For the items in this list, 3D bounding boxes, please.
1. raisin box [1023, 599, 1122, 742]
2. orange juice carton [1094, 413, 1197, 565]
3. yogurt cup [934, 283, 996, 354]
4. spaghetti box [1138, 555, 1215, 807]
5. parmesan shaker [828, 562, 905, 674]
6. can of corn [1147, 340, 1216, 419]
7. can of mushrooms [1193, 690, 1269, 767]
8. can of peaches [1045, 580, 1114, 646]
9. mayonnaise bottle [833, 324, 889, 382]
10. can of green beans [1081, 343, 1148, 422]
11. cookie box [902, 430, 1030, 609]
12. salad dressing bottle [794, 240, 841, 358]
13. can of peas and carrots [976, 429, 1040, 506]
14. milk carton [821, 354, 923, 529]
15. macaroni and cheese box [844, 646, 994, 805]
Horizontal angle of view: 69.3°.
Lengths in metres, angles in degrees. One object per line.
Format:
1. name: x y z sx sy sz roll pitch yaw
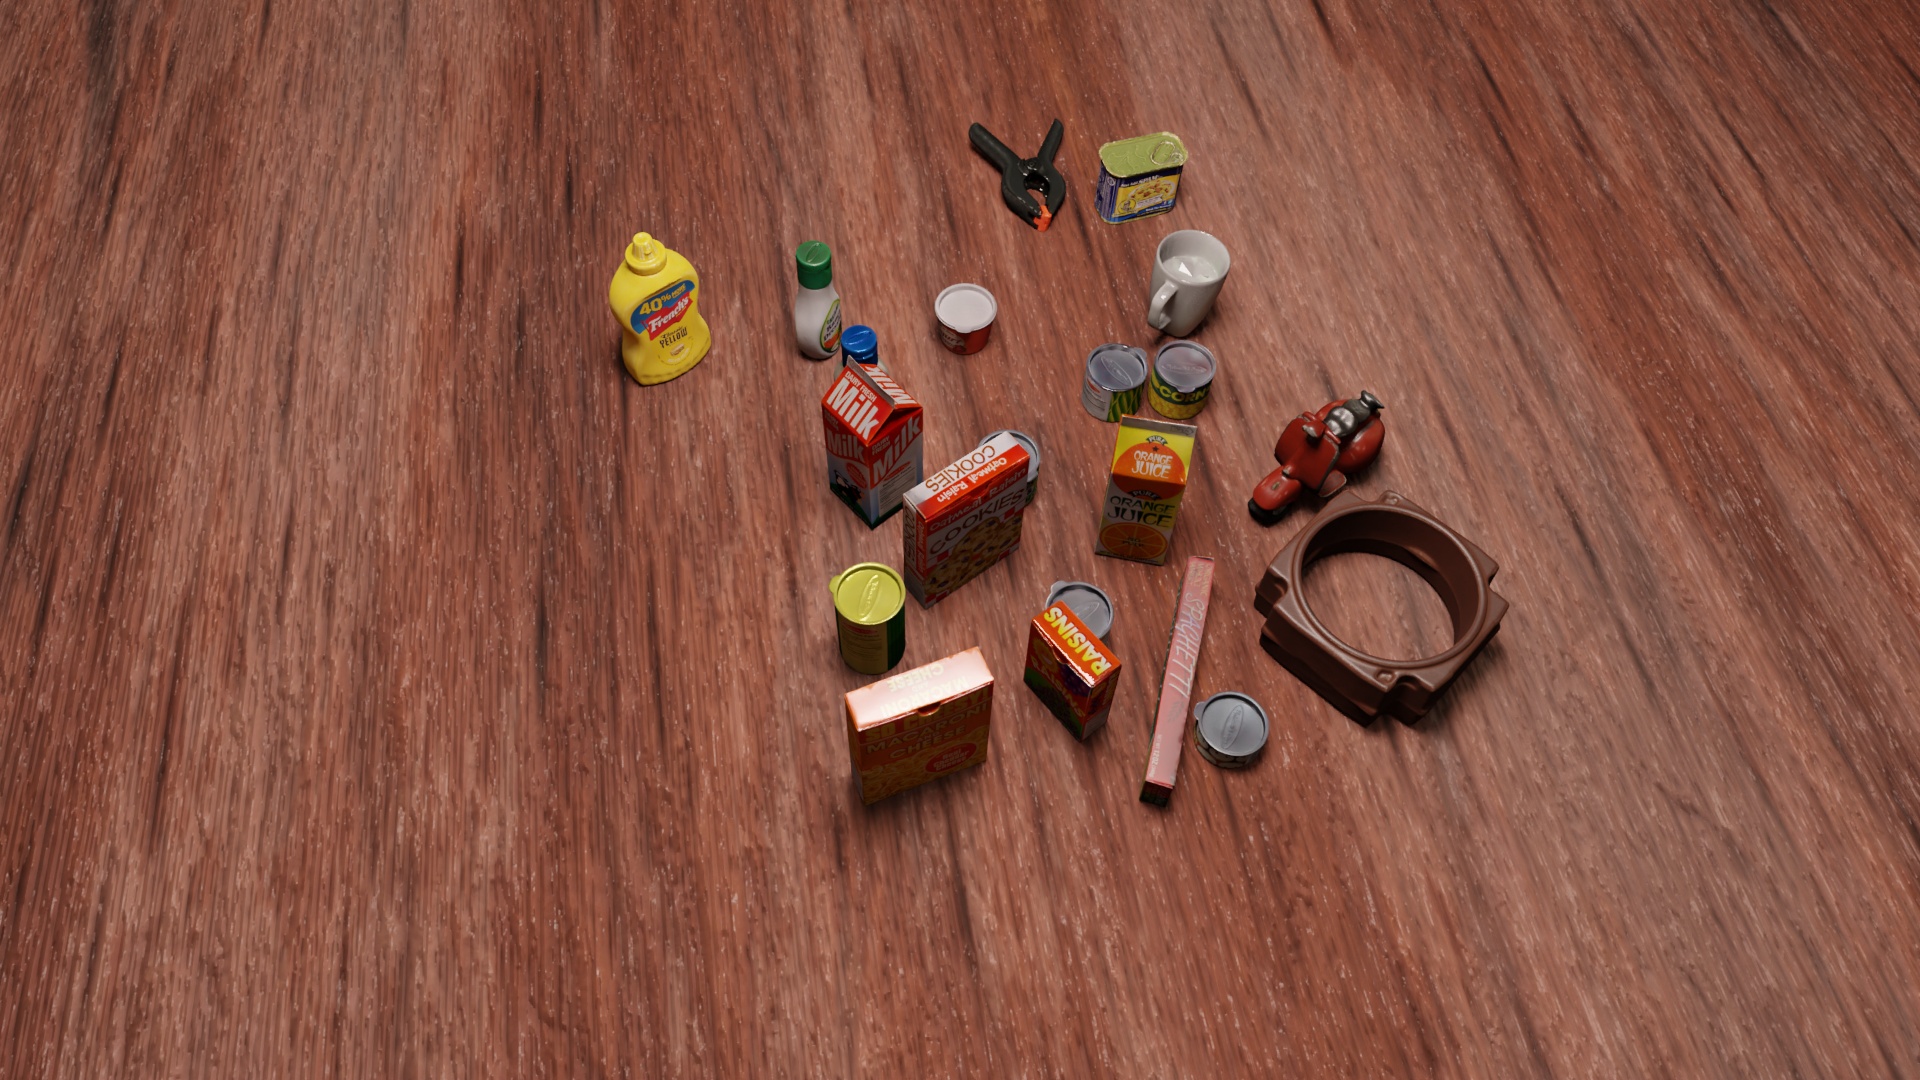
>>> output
1. raisin box: 0.100 0.121 1.278 0.040 0.122 0.086 -33 65 -20
2. orange juice carton: 0.180 -0.059 1.354 0.072 0.191 0.073 10 58 5
3. yogurt cup: 0.005 -0.244 1.546 0.072 0.053 0.073 1 58 -1
4. spaghetti box: 0.207 0.128 1.321 0.029 0.050 0.251 13 58 6
5. parmesan shaker: -0.087 0.074 1.313 0.071 0.102 0.071 1 58 -1
6. can of corn: 0.239 -0.171 1.505 0.071 0.058 0.071 1 58 -1
7. can of mushrooms: 0.251 0.176 1.302 0.071 0.033 0.071 1 58 -1
8. can of peaches: 0.111 0.080 1.343 0.071 0.057 0.071 1 58 -1
9. mayonnaise bottle: -0.102 -0.162 1.435 0.065 0.147 0.041 -26 62 -17
10. can of green beans: 0.166 -0.170 1.502 0.071 0.057 0.071 1 58 -1
11. cookie box: 0.005 -0.017 1.336 0.123 0.166 0.040 -33 65 -20
12. salad dressing bottle: -0.154 -0.258 1.494 0.044 0.147 0.064 21 60 11
13. can of peas and carrots: 0.050 -0.070 1.435 0.071 0.058 0.071 1 58 -1
14. milk carton: -0.086 -0.102 1.373 0.074 0.189 0.072 -37 66 -22
15. macaroni and cheese box: -0.035 0.166 1.220 0.124 0.165 0.040 -19 61 -13
